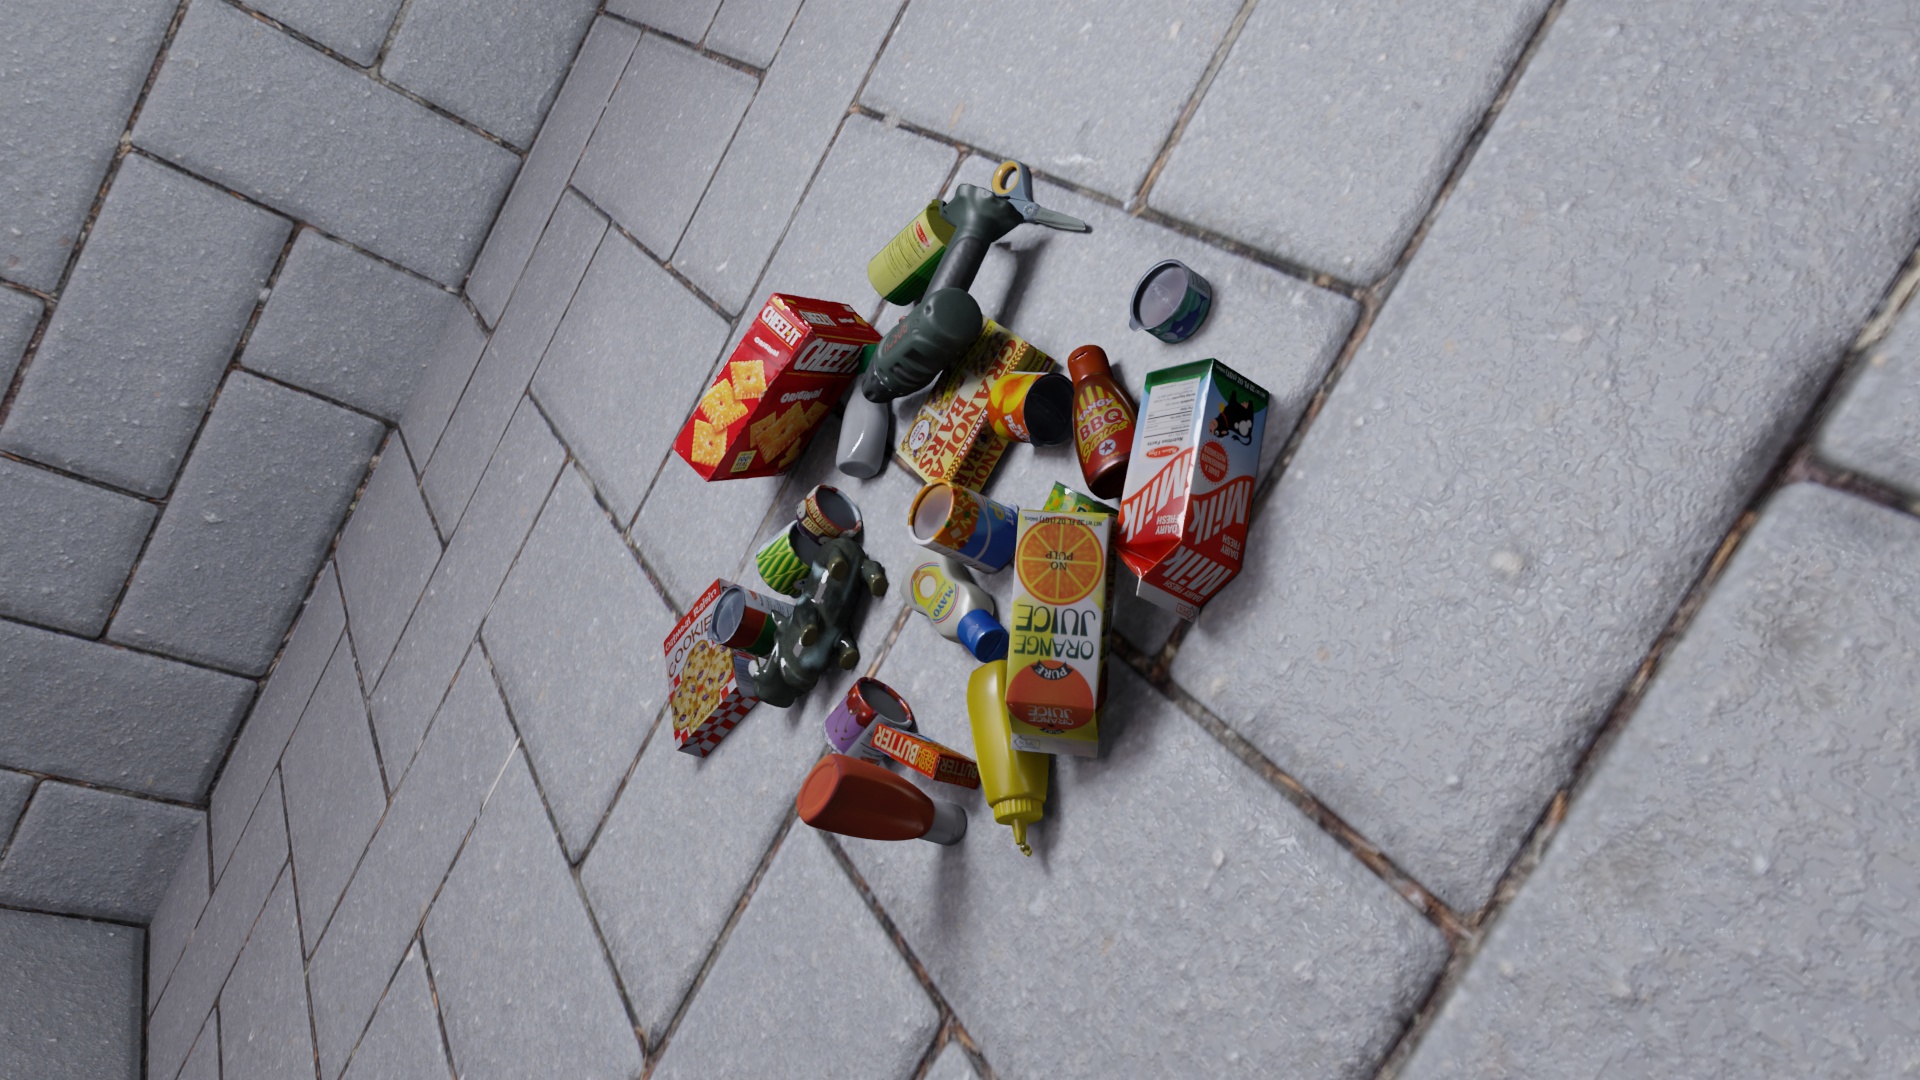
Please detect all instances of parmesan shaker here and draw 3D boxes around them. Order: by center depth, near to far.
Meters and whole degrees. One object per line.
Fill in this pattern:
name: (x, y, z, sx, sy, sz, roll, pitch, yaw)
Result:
parmesan shaker: (-0.046, -0.313, 1.515, 0.102, 0.071, 0.071, -35, 46, 37)

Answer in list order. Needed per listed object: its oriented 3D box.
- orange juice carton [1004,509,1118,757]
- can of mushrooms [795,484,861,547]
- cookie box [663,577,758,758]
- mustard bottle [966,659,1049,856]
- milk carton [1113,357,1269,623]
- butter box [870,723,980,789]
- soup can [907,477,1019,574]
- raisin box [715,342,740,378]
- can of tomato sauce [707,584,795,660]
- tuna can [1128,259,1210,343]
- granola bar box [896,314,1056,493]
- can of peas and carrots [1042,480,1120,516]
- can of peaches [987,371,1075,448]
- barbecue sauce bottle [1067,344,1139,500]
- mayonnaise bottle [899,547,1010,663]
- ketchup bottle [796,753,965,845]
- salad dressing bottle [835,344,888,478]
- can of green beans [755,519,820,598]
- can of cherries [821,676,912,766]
orange juice carton: (0.080, 0.073, 1.095, 0.072, 0.073, 0.192, 4, 90, 13)
can of mushrooms: (-0.141, -0.024, 1.472, 0.033, 0.071, 0.071, -41, 43, 29)
cookie box: (-0.286, 0.143, 1.587, 0.122, 0.040, 0.168, -46, 41, 26)
mustard bottle: (0.042, 0.180, 1.135, 0.048, 0.065, 0.161, -28, 55, 36)
milk carton: (0.176, -0.037, 1.077, 0.073, 0.072, 0.191, -7, 65, 50)
butter box: (-0.030, 0.190, 1.227, 0.103, 0.053, 0.024, 16, 86, 54)
soup can: (0.005, -0.016, 1.272, 0.071, 0.084, 0.071, -29, 50, 40)
raisin box: (-0.215, -0.207, 1.624, 0.040, 0.124, 0.085, 49, 116, 16)
can of tomato sauce: (-0.218, 0.093, 1.493, 0.071, 0.083, 0.071, -28, 50, 41)
tuna can: (0.180, -0.204, 1.198, 0.071, 0.033, 0.071, -28, 50, 40)
granola bar box: (0.013, -0.129, 1.358, 0.165, 0.039, 0.124, -60, 32, 9)
can of peas and carrots: (0.098, -0.010, 1.164, 0.071, 0.071, 0.058, 30, 96, 54)
can of peaches: (0.065, -0.119, 1.266, 0.058, 0.071, 0.071, 13, 81, 54)
barbecue sauce bottle: (0.125, -0.107, 1.203, 0.064, 0.043, 0.149, -29, 48, 20)
mayonnaise bottle: (-0.003, 0.061, 1.275, 0.064, 0.041, 0.148, -58, 36, 9)
ketchup bottle: (-0.061, 0.225, 1.165, 0.064, 0.149, 0.044, -54, 37, 16)
salad dressing bottle: (-0.101, -0.142, 1.512, 0.064, 0.044, 0.148, -24, 51, 51)
can of green beans: (-0.177, 0.018, 1.498, 0.057, 0.071, 0.071, -33, 47, 36)
can of cherries: (-0.088, 0.168, 1.300, 0.058, 0.071, 0.072, -53, 38, 18)
